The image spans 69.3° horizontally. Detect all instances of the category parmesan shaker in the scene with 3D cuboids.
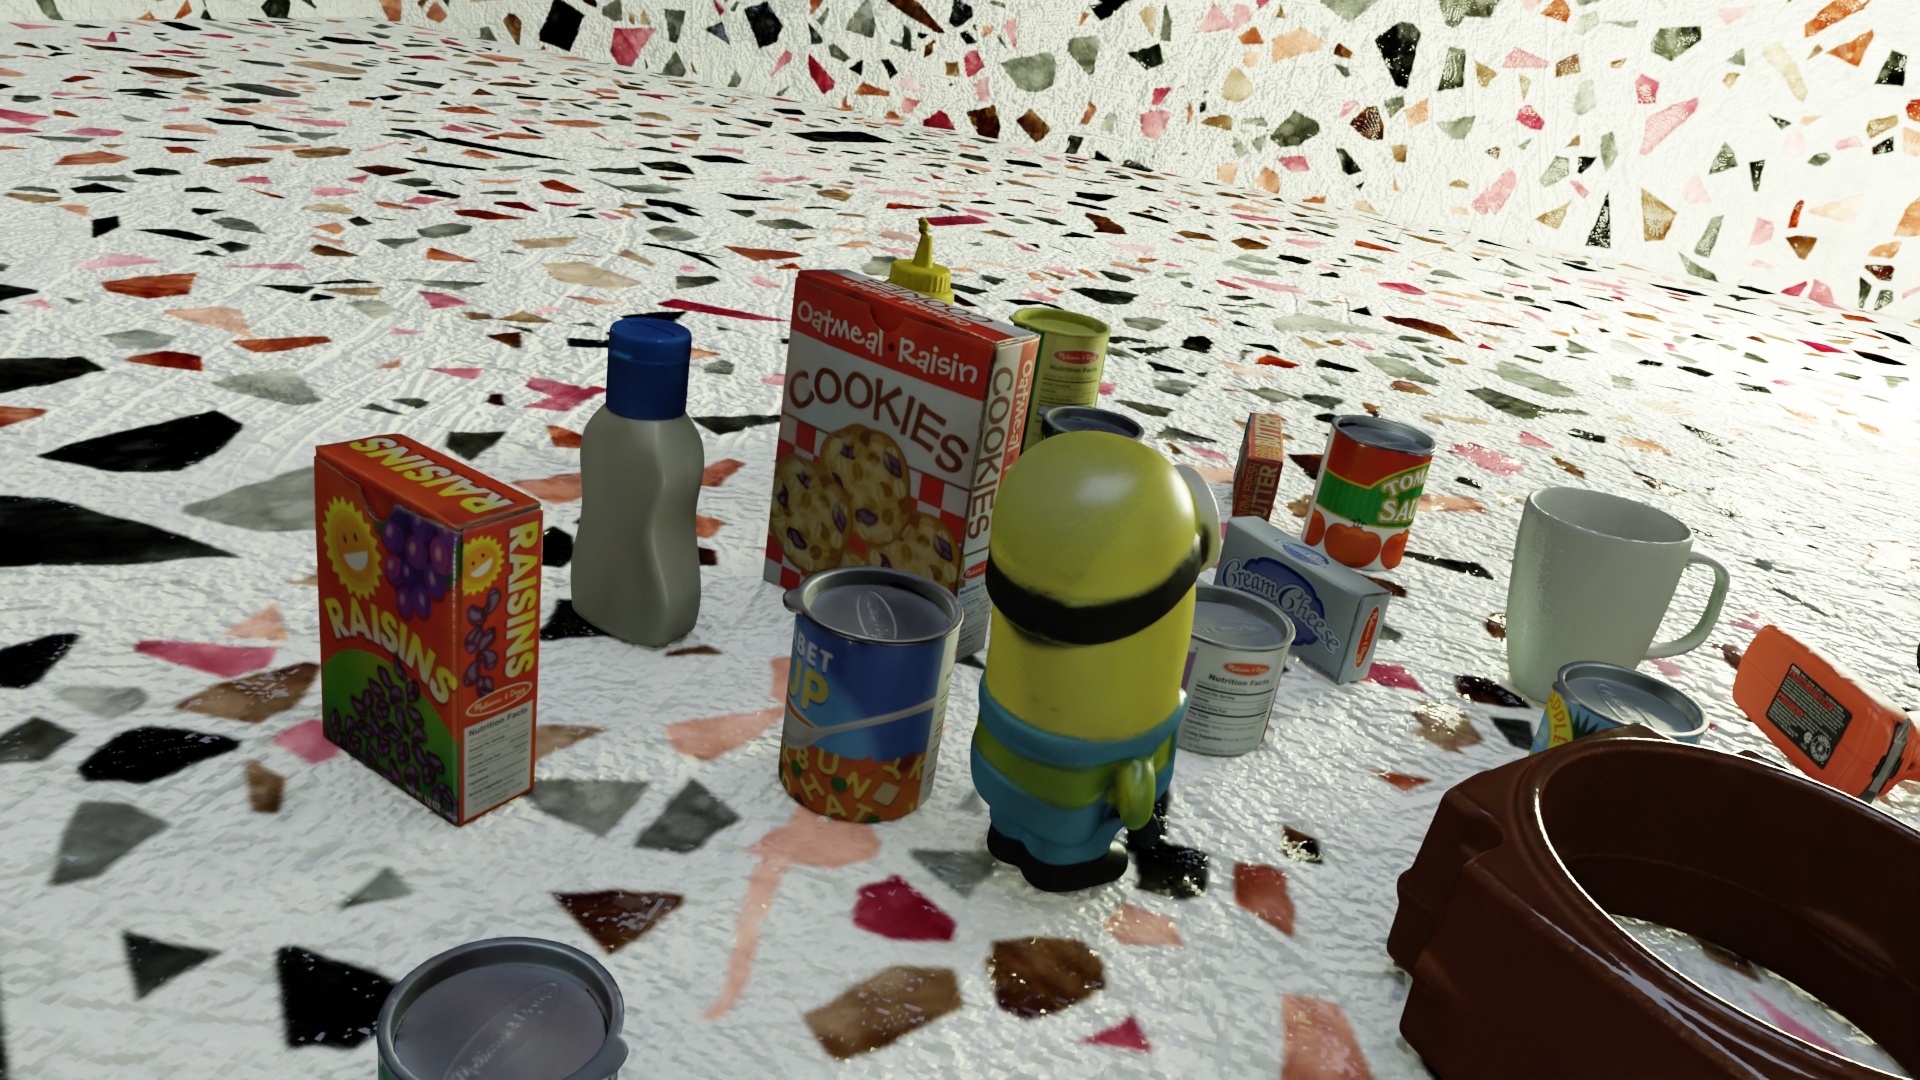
[{"bbox_3d":[0.058,-0.100,0.947,0.071,0.102,0.071,8,23,-3],"label":"parmesan shaker"}]

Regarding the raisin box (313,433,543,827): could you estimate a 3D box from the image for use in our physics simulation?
[{"bbox_3d":[-0.200,0.032,0.518,0.086,0.122,0.040,23,26,29],"label":"raisin box"}]

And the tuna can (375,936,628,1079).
[{"bbox_3d":[-0.128,0.148,0.394,0.071,0.032,0.071,8,23,-3],"label":"tuna can"}]

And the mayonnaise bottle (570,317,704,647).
[{"bbox_3d":[-0.147,-0.027,0.642,0.065,0.147,0.041,21,25,25],"label":"mayonnaise bottle"}]

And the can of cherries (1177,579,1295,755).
[{"bbox_3d":[0.118,0.059,0.660,0.071,0.058,0.072,8,23,-3],"label":"can of cherries"}]

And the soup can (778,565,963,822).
[{"bbox_3d":[-0.040,0.061,0.562,0.071,0.083,0.071,8,23,-3],"label":"soup can"}]

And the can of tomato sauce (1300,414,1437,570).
[{"bbox_3d":[0.262,-0.030,0.890,0.071,0.082,0.071,8,23,-3],"label":"can of tomato sauce"}]

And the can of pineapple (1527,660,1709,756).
[{"bbox_3d":[0.301,0.096,0.646,0.071,0.057,0.071,8,23,-3],"label":"can of pineapple"}]

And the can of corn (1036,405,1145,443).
[{"bbox_3d":[0.078,-0.050,0.894,0.071,0.058,0.071,8,23,-3],"label":"can of corn"}]

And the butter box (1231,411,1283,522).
[{"bbox_3d":[0.201,-0.047,0.943,0.024,0.053,0.104,13,23,7],"label":"butter box"}]

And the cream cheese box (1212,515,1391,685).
[{"bbox_3d":[0.182,0.030,0.757,0.024,0.053,0.104,-7,28,-33],"label":"cream cheese box"}]

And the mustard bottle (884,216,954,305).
[{"bbox_3d":[-0.032,-0.131,0.910,0.049,0.159,0.065,12,23,5],"label":"mustard bottle"}]

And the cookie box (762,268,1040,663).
[{"bbox_3d":[-0.034,-0.038,0.686,0.123,0.166,0.040,24,27,30],"label":"cookie box"}]
